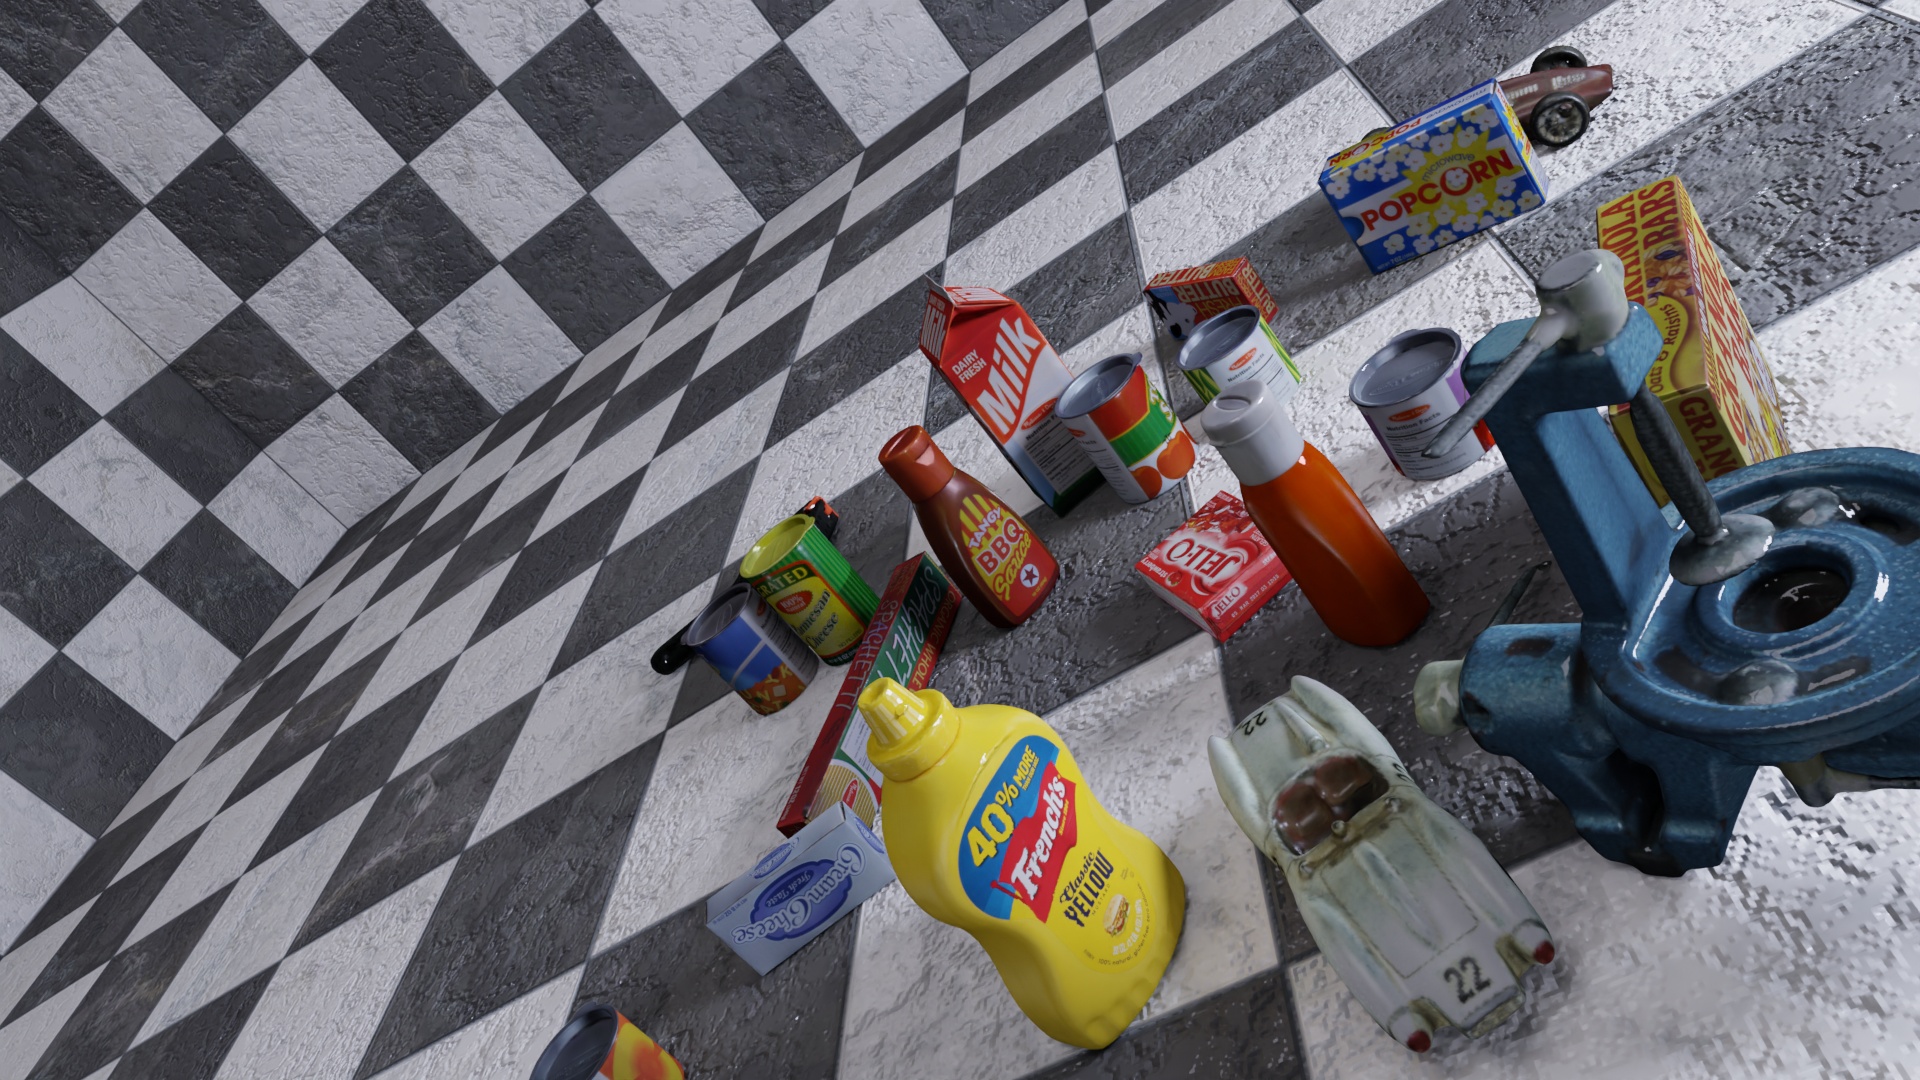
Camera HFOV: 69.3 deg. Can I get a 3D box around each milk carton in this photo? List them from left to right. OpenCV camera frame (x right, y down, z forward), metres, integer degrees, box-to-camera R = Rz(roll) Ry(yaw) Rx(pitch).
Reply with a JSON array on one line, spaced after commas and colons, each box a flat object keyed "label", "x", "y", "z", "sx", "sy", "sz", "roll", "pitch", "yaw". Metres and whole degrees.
[{"label": "milk carton", "x": 0.036, "y": -0.115, "z": 1.009, "sx": 0.073, "sy": 0.190, "sz": 0.072, "roll": -40, "pitch": 24, "yaw": 1}]

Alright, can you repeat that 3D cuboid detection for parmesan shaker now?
[{"label": "parmesan shaker", "x": -0.107, "y": 0.038, "z": 1.058, "sx": 0.071, "sy": 0.103, "sz": 0.071, "roll": -32, "pitch": 25, "yaw": 17}]

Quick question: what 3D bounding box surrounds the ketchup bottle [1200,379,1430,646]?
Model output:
[{"label": "ketchup bottle", "x": 0.171, "y": -0.013, "z": 0.684, "sx": 0.043, "sy": 0.148, "sz": 0.065, "roll": -45, "pitch": 24, "yaw": -12}]

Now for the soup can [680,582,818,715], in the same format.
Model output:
[{"label": "soup can", "x": -0.163, "y": 0.086, "z": 1.079, "sx": 0.071, "sy": 0.083, "sz": 0.072, "roll": -32, "pitch": 25, "yaw": 17}]

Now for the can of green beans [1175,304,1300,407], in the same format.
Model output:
[{"label": "can of green beans", "x": 0.191, "y": -0.118, "z": 0.954, "sx": 0.071, "sy": 0.057, "sz": 0.071, "roll": -32, "pitch": 25, "yaw": 17}]

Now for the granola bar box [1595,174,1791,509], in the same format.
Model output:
[{"label": "granola bar box", "x": 0.315, "y": -0.061, "z": 0.592, "sx": 0.039, "sy": 0.124, "sz": 0.166, "roll": -22, "pitch": 29, "yaw": 36}]

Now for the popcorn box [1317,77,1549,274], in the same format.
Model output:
[{"label": "popcorn box", "x": 0.324, "y": -0.247, "z": 0.952, "sx": 0.126, "sy": 0.085, "sz": 0.038, "roll": -20, "pitch": 31, "yaw": 38}]

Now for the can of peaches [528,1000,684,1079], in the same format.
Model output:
[{"label": "can of peaches", "x": -0.198, "y": 0.304, "z": 0.781, "sx": 0.071, "sy": 0.058, "sz": 0.071, "roll": -32, "pitch": 25, "yaw": 17}]

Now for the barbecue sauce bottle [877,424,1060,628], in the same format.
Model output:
[{"label": "barbecue sauce bottle", "x": 0.003, "y": -0.012, "z": 0.927, "sx": 0.043, "sy": 0.148, "sz": 0.065, "roll": -3, "pitch": 43, "yaw": 54}]

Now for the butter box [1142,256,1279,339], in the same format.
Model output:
[{"label": "butter box", "x": 0.193, "y": -0.186, "z": 1.075, "sx": 0.024, "sy": 0.053, "sz": 0.103, "roll": -50, "pitch": 26, "yaw": -21}]

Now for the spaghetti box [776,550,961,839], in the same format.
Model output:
[{"label": "spaghetti box", "x": -0.054, "y": 0.107, "z": 0.926, "sx": 0.028, "sy": 0.050, "sz": 0.251, "roll": -23, "pitch": 29, "yaw": 34}]

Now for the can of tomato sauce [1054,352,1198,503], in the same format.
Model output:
[{"label": "can of tomato sauce", "x": 0.117, "y": -0.078, "z": 0.959, "sx": 0.071, "sy": 0.083, "sz": 0.071, "roll": -32, "pitch": 25, "yaw": 17}]

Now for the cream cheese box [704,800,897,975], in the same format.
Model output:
[{"label": "cream cheese box", "x": -0.092, "y": 0.203, "z": 0.809, "sx": 0.104, "sy": 0.053, "sz": 0.024, "roll": -38, "pitch": 24, "yaw": 5}]

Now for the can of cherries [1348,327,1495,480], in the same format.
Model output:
[{"label": "can of cherries", "x": 0.262, "y": -0.078, "z": 0.778, "sx": 0.071, "sy": 0.058, "sz": 0.072, "roll": -32, "pitch": 25, "yaw": 17}]
